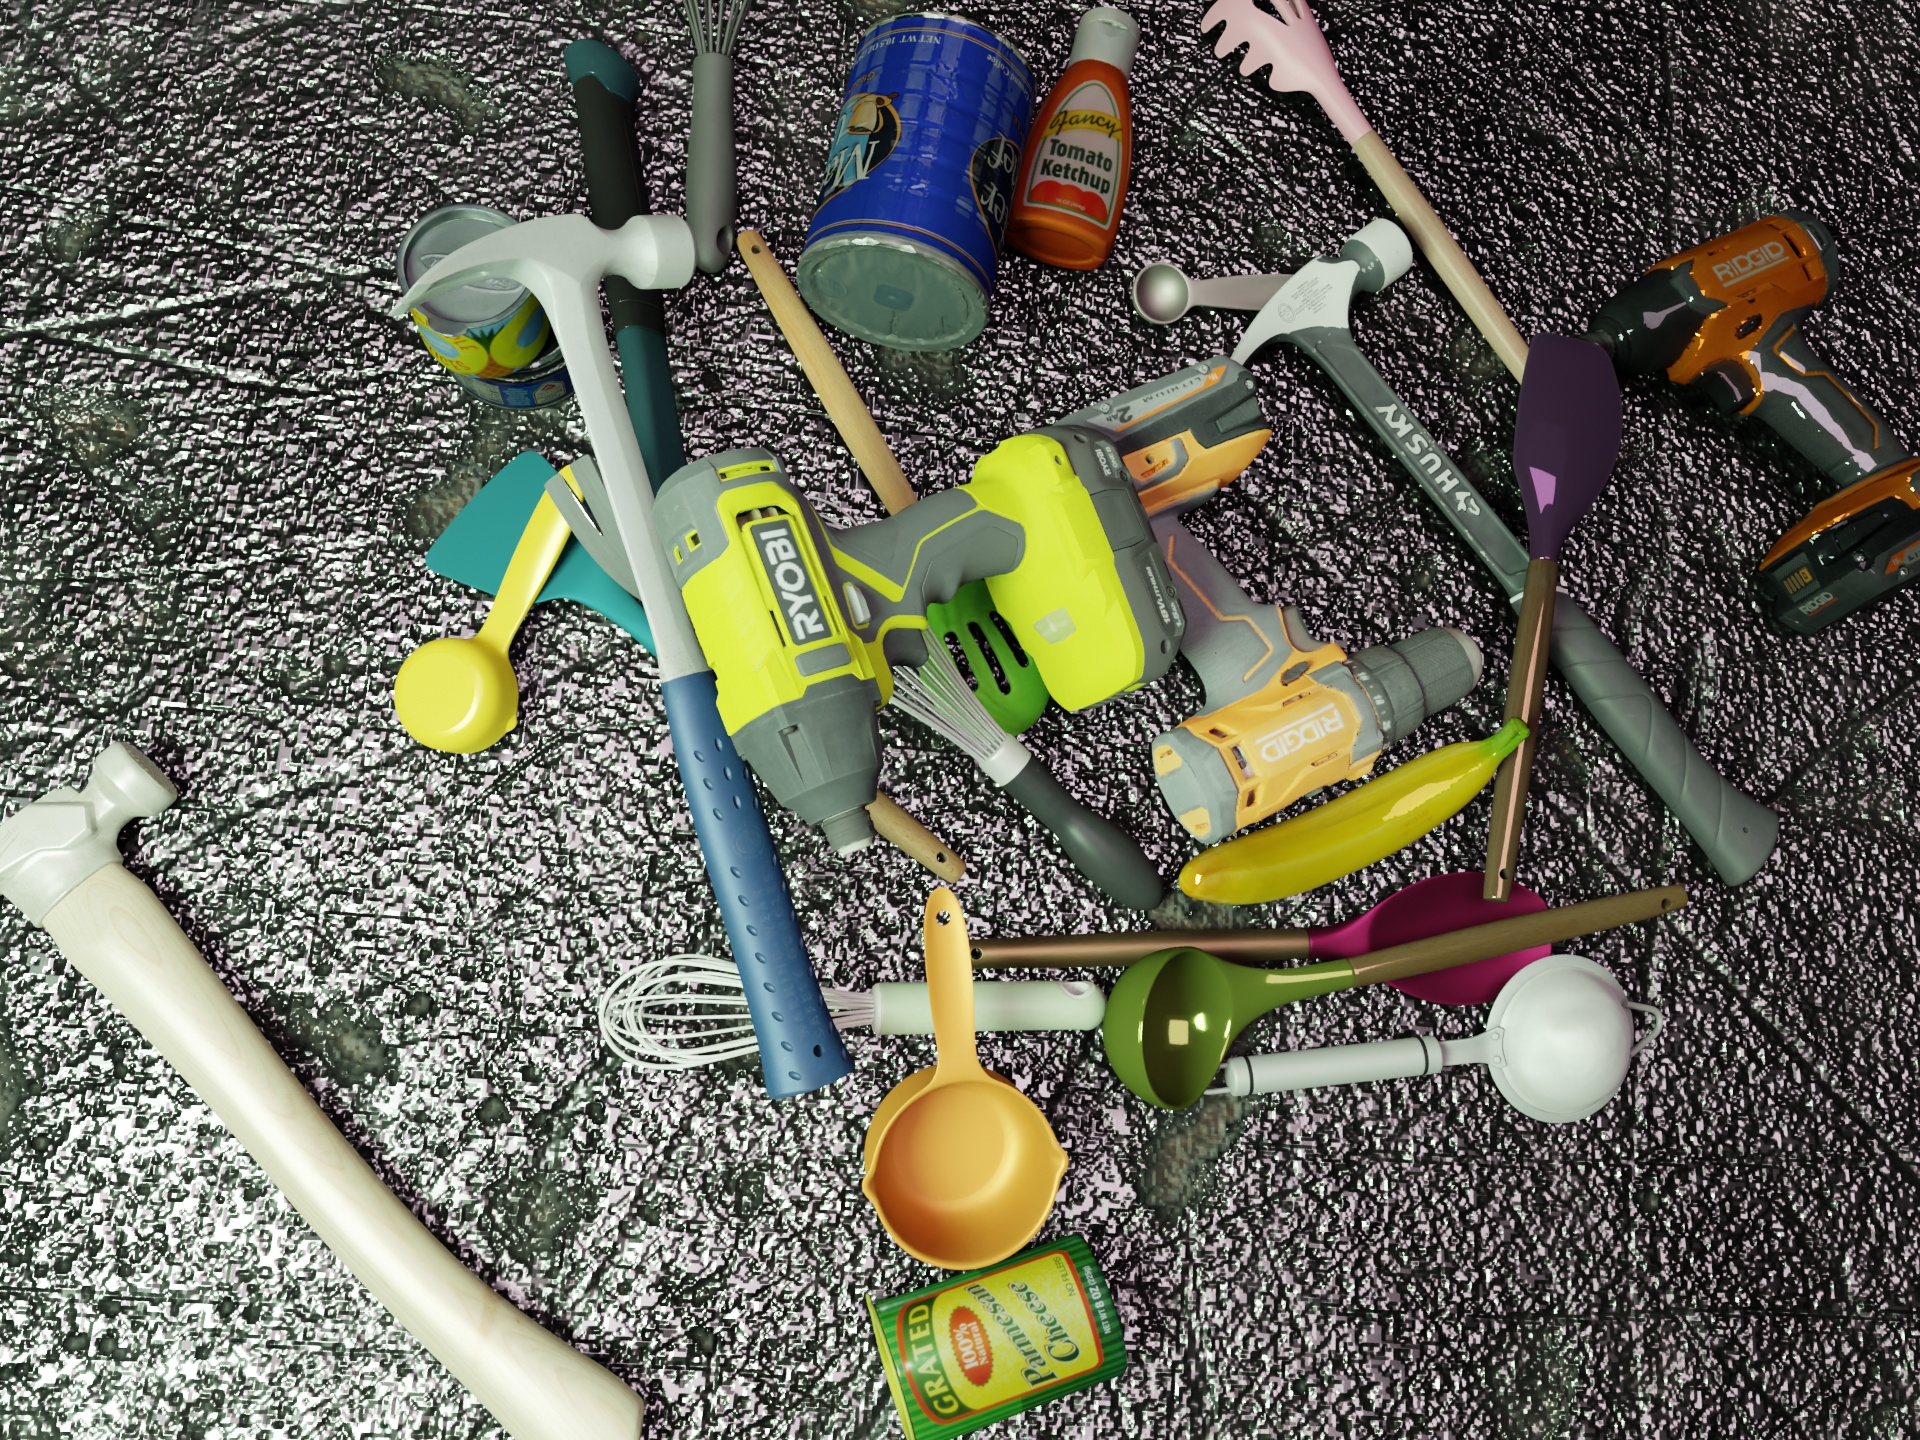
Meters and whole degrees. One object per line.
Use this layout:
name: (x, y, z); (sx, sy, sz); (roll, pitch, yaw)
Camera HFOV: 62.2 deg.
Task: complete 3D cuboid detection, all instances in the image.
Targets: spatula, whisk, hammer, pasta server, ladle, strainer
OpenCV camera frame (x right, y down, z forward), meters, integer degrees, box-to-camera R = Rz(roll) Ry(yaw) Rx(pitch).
spatula: (0.307, -0.059, 0.841); (0.060, 0.018, 0.316); (13, 78, -3)
whisk: (-0.001, -0.003, 0.783); (0.284, 0.070, 0.070); (43, 74, -9)
hammer: (-0.165, -0.207, 0.819); (0.128, 0.033, 0.331); (12, 60, -51)
hammer: (0.301, -0.081, 0.871); (0.149, 0.036, 0.409); (-36, 84, -11)
pasta server: (0.248, -0.315, 0.931); (0.060, 0.040, 0.316); (-33, 86, -14)
hammer: (-0.302, 0.203, 0.718); (0.146, 0.038, 0.411); (-43, 85, -14)
whisk: (-0.135, -0.360, 0.881); (0.055, 0.055, 0.239); (1, 81, -8)
ladle: (0.221, 0.123, 0.783); (0.320, 0.062, 0.078); (-11, 102, -10)
strainer: (0.244, 0.169, 0.800); (0.258, 0.050, 0.087); (-5, 91, -6)
whisk: (-0.048, 0.140, 0.767); (0.246, 0.058, 0.059); (1, 110, -11)
spatula: (-0.125, -0.019, 0.806); (0.317, 0.044, 0.082); (38, 75, -2)
hammer: (-0.131, -0.029, 0.711); (0.144, 0.035, 0.405); (-17, 91, -39)

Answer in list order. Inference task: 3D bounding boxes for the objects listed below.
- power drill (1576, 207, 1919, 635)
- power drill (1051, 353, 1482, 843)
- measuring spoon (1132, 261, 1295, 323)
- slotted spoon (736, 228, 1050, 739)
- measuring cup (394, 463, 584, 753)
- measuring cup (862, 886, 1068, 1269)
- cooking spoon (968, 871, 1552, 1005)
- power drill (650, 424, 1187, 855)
power drill: (0.457, -0.167, 0.894); (0.164, 0.084, 0.227); (-24, 76, -12)
power drill: (0.156, -0.071, 0.830); (0.185, 0.084, 0.226); (-24, 84, -15)
measuring spoon: (0.154, -0.242, 0.906); (0.124, 0.018, 0.034); (-4, 92, -16)
slotted spoon: (-0.043, -0.131, 0.843); (0.070, 0.031, 0.314); (-28, 80, -10)
measuring cup: (-0.224, -0.056, 0.770); (0.062, 0.029, 0.156); (29, 95, 12)
measuring cup: (-0.005, 0.163, 0.743); (0.095, 0.052, 0.173); (-5, 89, -10)
cooking spoon: (0.151, 0.114, 0.811); (0.319, 0.017, 0.069); (-1, 86, -8)
power drill: (-0.011, -0.046, 0.715); (0.223, 0.080, 0.171); (-18, 84, -37)
